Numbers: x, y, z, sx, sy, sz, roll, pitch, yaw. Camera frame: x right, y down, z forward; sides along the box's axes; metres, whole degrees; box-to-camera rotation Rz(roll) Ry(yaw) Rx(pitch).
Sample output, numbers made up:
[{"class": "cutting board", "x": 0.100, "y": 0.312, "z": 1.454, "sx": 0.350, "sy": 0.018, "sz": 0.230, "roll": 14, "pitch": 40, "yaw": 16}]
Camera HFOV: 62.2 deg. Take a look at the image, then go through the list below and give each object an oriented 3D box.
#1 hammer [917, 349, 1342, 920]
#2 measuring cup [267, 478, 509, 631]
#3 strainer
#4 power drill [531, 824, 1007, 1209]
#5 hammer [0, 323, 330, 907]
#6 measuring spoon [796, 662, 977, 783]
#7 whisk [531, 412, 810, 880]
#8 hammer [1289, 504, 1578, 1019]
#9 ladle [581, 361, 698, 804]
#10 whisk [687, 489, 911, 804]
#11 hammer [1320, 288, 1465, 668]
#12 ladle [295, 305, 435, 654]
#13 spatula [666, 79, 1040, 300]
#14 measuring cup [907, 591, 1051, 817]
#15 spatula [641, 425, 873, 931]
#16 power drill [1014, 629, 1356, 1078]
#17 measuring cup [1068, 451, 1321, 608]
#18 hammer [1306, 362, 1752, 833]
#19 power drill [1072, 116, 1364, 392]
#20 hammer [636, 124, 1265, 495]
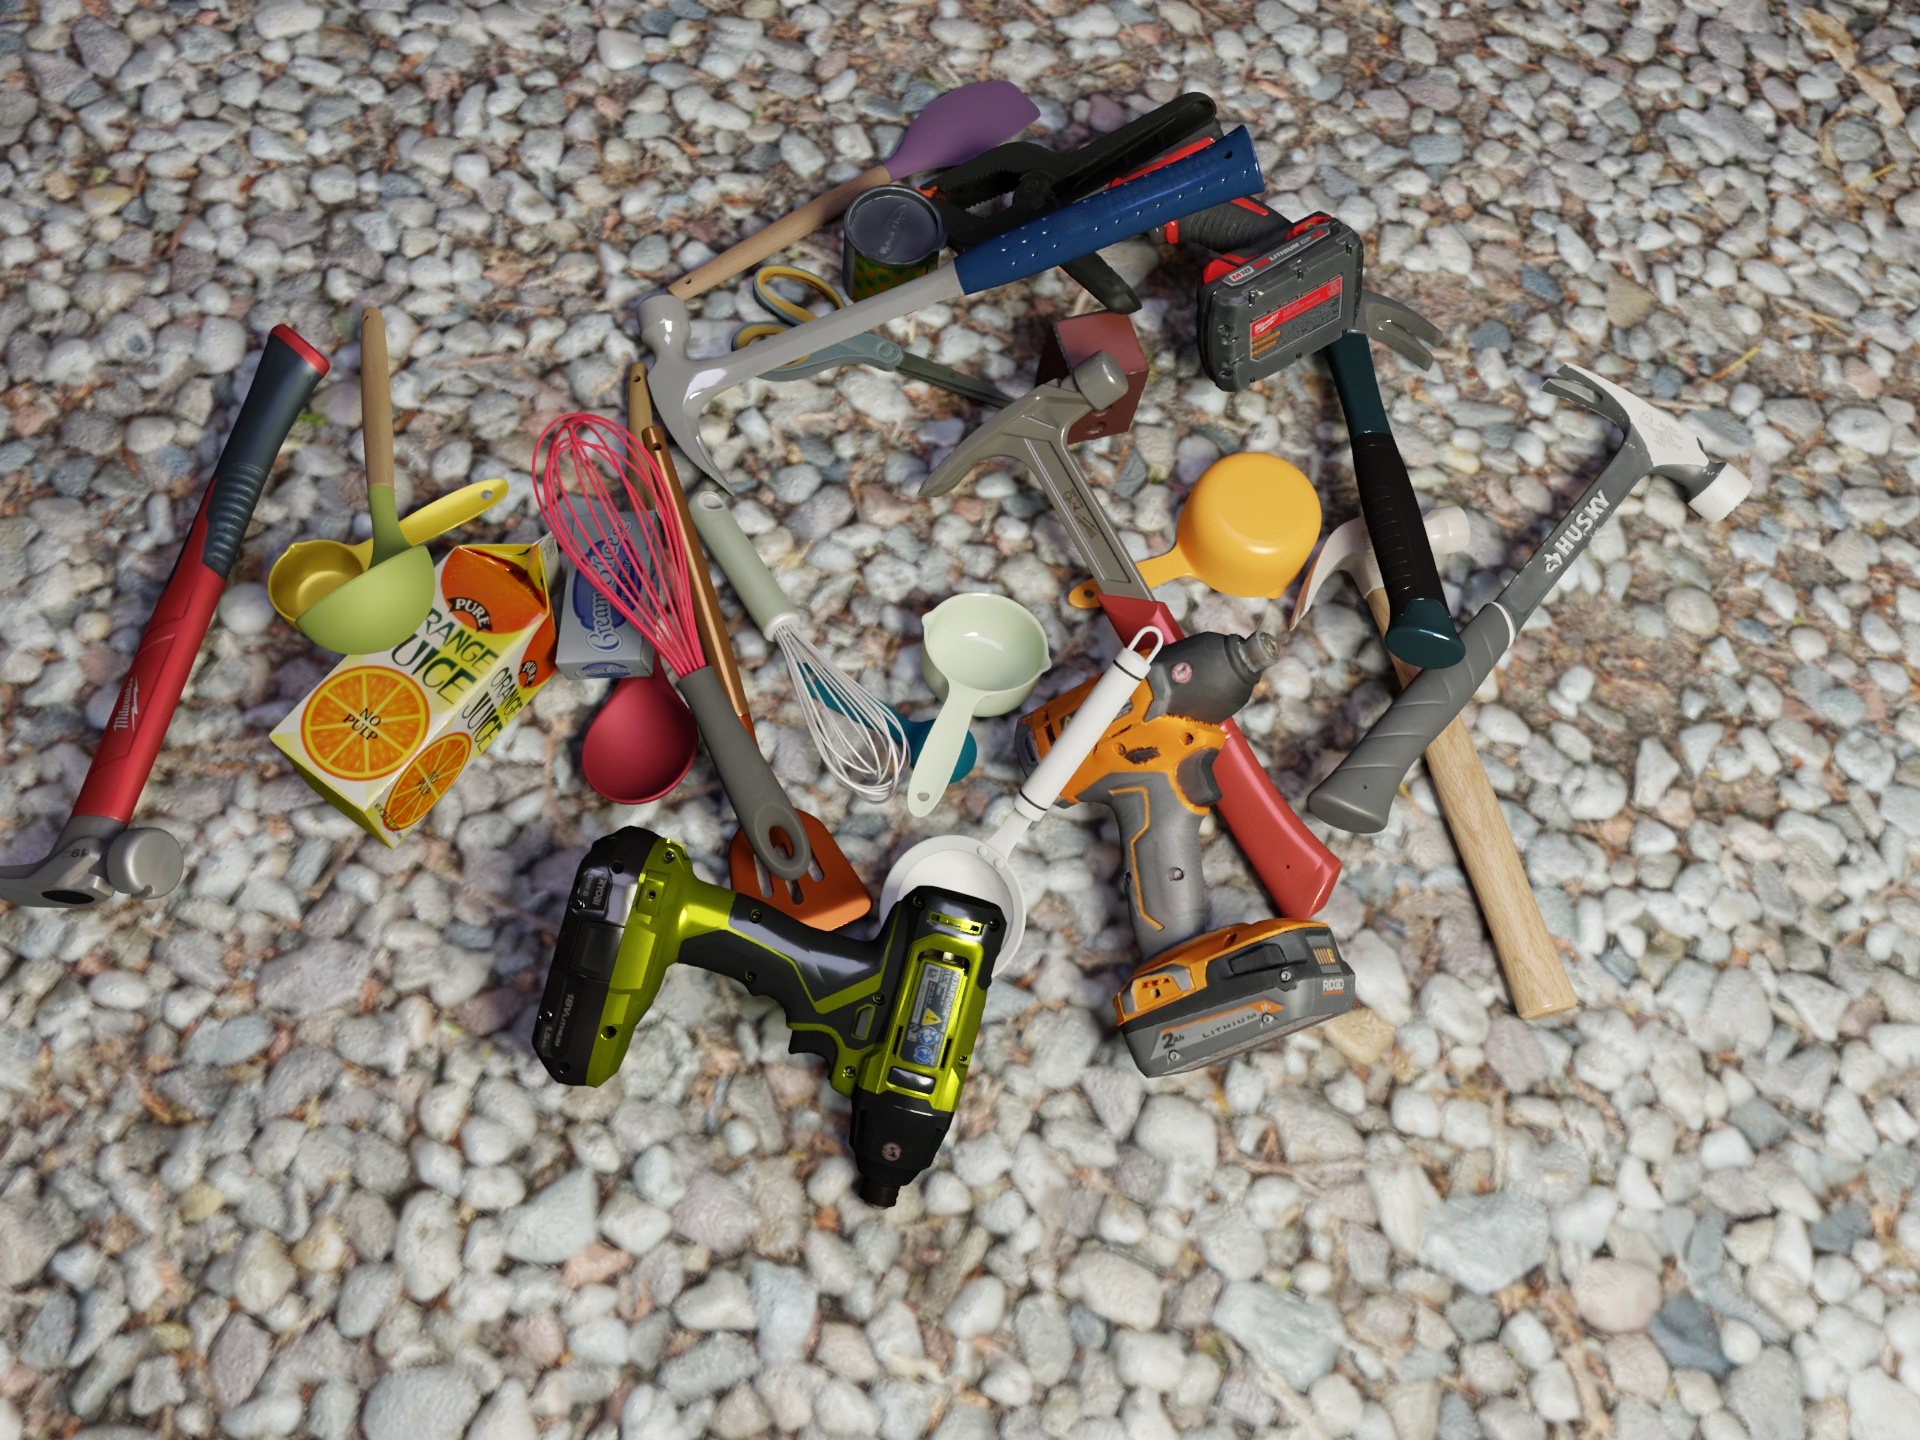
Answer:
[{"class": "hammer", "x": 0.114, "y": -0.037, "z": 0.963, "sx": 0.149, "sy": 0.036, "sz": 0.359, "roll": -33, "pitch": 79, "yaw": 25}, {"class": "measuring cup", "x": -0.345, "y": -0.103, "z": 0.975, "sx": 0.156, "sy": 0.029, "sz": 0.062, "roll": -33, "pitch": 74, "yaw": -20}, {"class": "strainer", "x": 0.036, "y": 0.054, "z": 0.887, "sx": 0.087, "sy": 0.050, "sz": 0.258, "roll": 39, "pitch": 104, "yaw": 16}, {"class": "power drill", "x": -0.103, "y": 0.155, "z": 0.849, "sx": 0.223, "sy": 0.080, "sz": 0.171, "roll": 15, "pitch": 90, "yaw": -1}, {"class": "hammer", "x": -0.464, "y": -0.074, "z": 0.935, "sx": 0.143, "sy": 0.038, "sz": 0.387, "roll": -4, "pitch": 60, "yaw": 20}, {"class": "measuring spoon", "x": -0.048, "y": -0.005, "z": 0.962, "sx": 0.128, "sy": 0.021, "sz": 0.042, "roll": 29, "pitch": 68, "yaw": 7}, {"class": "whisk", "x": -0.158, "y": -0.043, "z": 0.898, "sx": 0.073, "sy": 0.073, "sz": 0.296, "roll": -27, "pitch": 87, "yaw": -15}, {"class": "hammer", "x": 0.299, "y": 0.021, "z": 0.978, "sx": 0.130, "sy": 0.031, "sz": 0.332, "roll": -11, "pitch": 69, "yaw": -10}, {"class": "ladle", "x": -0.198, "y": -0.090, "z": 0.982, "sx": 0.069, "sy": 0.031, "sz": 0.316, "roll": -5, "pitch": 66, "yaw": -1}, {"class": "whisk", "x": -0.104, "y": -0.050, "z": 0.959, "sx": 0.057, "sy": 0.059, "sz": 0.247, "roll": -15, "pitch": 59, "yaw": -37}, {"class": "hammer", "x": 0.263, "y": -0.167, "z": 1.010, "sx": 0.128, "sy": 0.033, "sz": 0.331, "roll": 1, "pitch": 52, "yaw": -4}, {"class": "ladle", "x": -0.351, "y": -0.158, "z": 0.936, "sx": 0.078, "sy": 0.062, "sz": 0.321, "roll": -30, "pitch": 49, "yaw": 12}, {"class": "spatula", "x": -0.075, "y": -0.373, "z": 1.117, "sx": 0.316, "sy": 0.018, "sz": 0.060, "roll": -37, "pitch": 74, "yaw": -19}, {"class": "measuring cup", "x": -0.001, "y": -0.003, "z": 0.942, "sx": 0.083, "sy": 0.038, "sz": 0.168, "roll": 21, "pitch": 56, "yaw": 3}, {"class": "spatula", "x": -0.137, "y": -0.026, "z": 0.934, "sx": 0.081, "sy": 0.041, "sz": 0.323, "roll": -17, "pitch": 83, "yaw": -12}, {"class": "power drill", "x": 0.133, "y": 0.065, "z": 0.880, "sx": 0.164, "sy": 0.084, "sz": 0.227, "roll": -30, "pitch": 67, "yaw": 30}, {"class": "measuring cup", "x": 0.149, "y": -0.114, "z": 1.008, "sx": 0.173, "sy": 0.052, "sz": 0.095, "roll": -21, "pitch": 71, "yaw": -16}, {"class": "hammer", "x": 0.341, "y": -0.075, "z": 0.988, "sx": 0.149, "sy": 0.036, "sz": 0.409, "roll": 43, "pitch": 65, "yaw": 7}, {"class": "power drill", "x": 0.154, "y": -0.323, "z": 1.064, "sx": 0.143, "sy": 0.078, "sz": 0.220, "roll": -29, "pitch": 55, "yaw": -10}, {"class": "hammer", "x": -0.009, "y": -0.268, "z": 0.994, "sx": 0.405, "sy": 0.035, "sz": 0.144, "roll": -19, "pitch": 71, "yaw": 12}]
